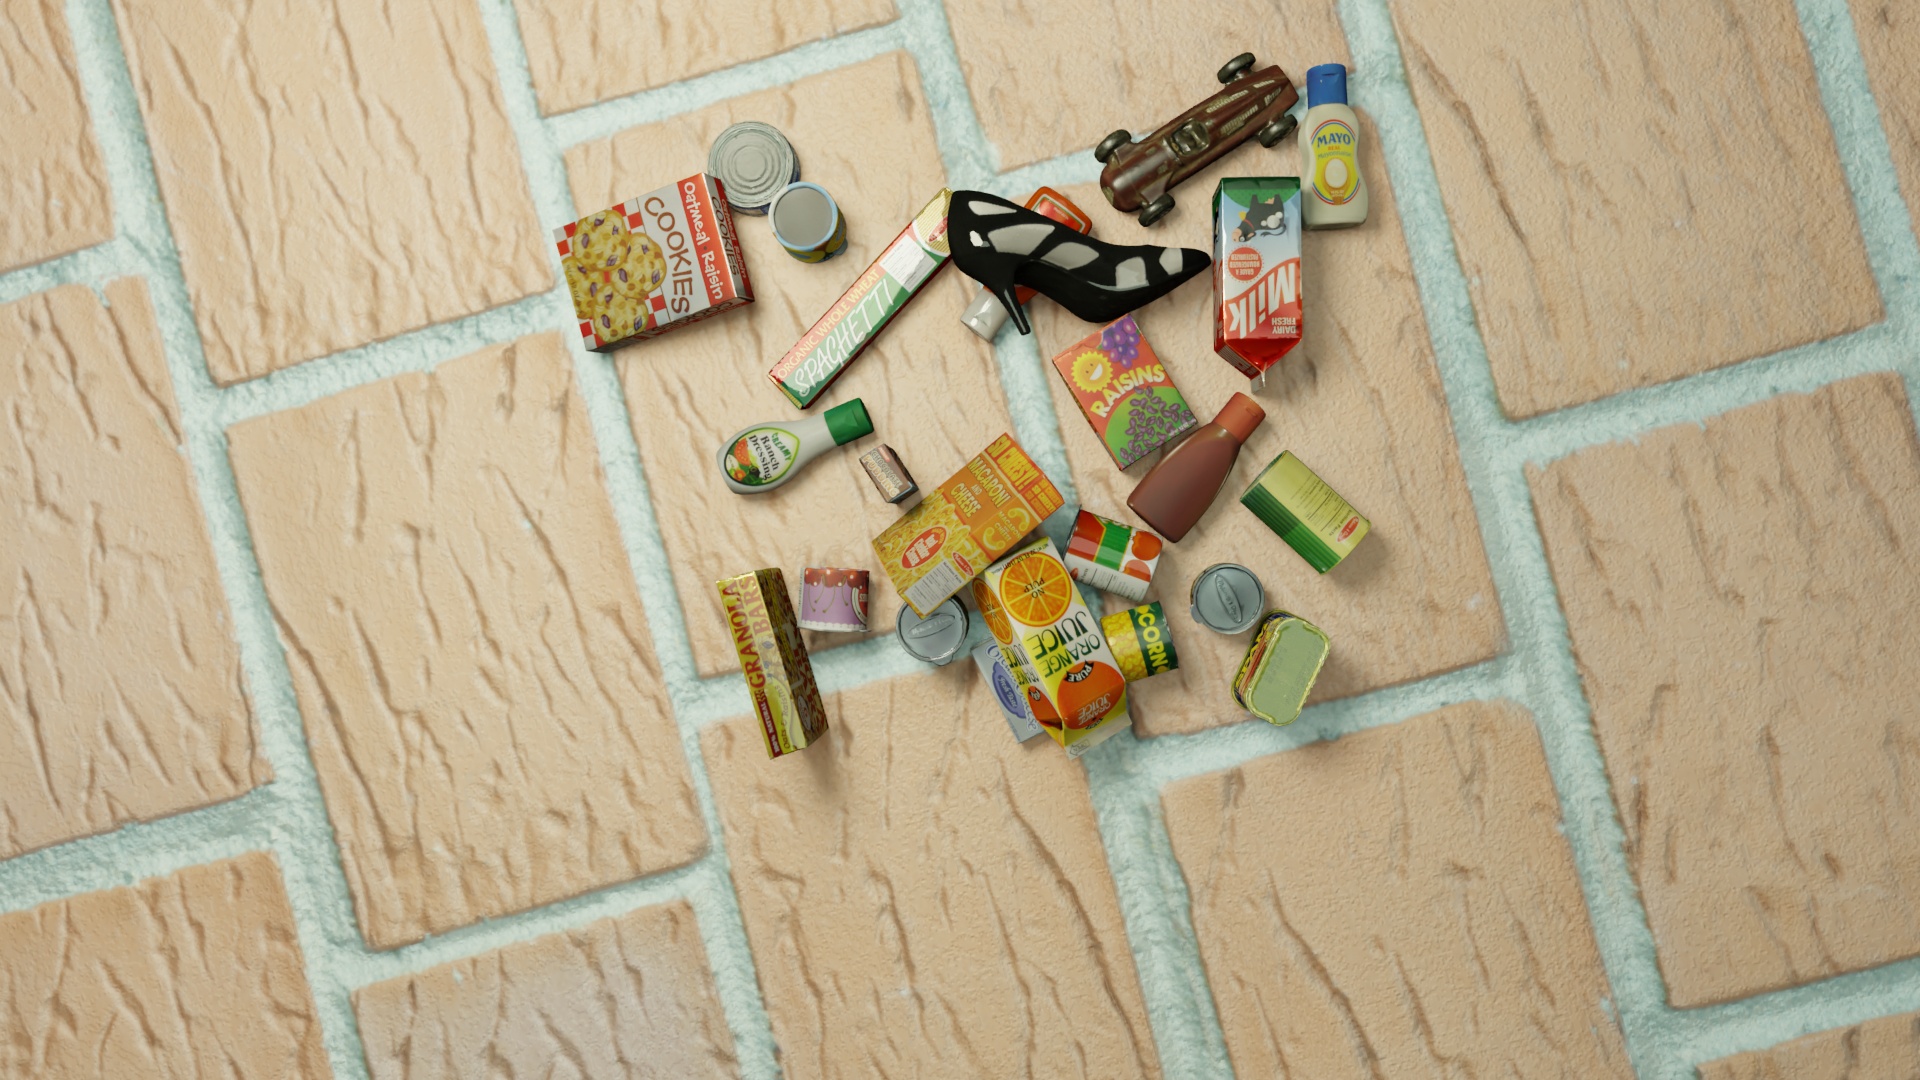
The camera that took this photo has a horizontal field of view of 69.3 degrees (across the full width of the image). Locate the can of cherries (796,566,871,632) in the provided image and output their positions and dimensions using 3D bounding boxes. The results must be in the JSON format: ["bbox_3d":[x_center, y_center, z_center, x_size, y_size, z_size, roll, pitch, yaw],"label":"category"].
[{"bbox_3d":[-0.117,0.055,1.306,0.071,0.071,0.058,3,89,3],"label":"can of cherries"}]

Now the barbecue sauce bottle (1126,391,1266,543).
[{"bbox_3d":[0.224,-0.072,1.298,0.065,0.044,0.148,40,91,-9],"label":"barbecue sauce bottle"}]

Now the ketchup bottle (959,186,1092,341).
[{"bbox_3d":[0.057,-0.257,1.308,0.065,0.043,0.148,36,93,-6],"label":"ketchup bottle"}]

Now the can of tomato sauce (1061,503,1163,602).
[{"bbox_3d":[0.140,0.012,1.292,0.083,0.071,0.071,19,91,2],"label":"can of tomato sauce"}]

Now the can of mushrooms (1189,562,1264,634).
[{"bbox_3d":[0.247,0.055,1.302,0.071,0.033,0.071,0,90,3],"label":"can of mushrooms"}]

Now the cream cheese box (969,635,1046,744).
[{"bbox_3d":[0.055,0.136,1.316,0.053,0.024,0.104,-27,88,1],"label":"cream cheese box"}]

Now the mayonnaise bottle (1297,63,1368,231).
[{"bbox_3d":[0.344,-0.365,1.293,0.065,0.041,0.148,-3,90,4],"label":"mayonnaise bottle"}]

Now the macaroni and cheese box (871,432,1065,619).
[{"bbox_3d":[0.005,-0.016,1.271,0.166,0.124,0.040,-39,117,2],"label":"macaroni and cheese box"}]

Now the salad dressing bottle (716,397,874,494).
[{"bbox_3d":[-0.156,-0.092,1.319,0.148,0.044,0.064,-23,90,3],"label":"salad dressing bottle"}]

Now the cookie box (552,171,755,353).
[{"bbox_3d":[-0.290,-0.260,1.313,0.167,0.040,0.123,-16,89,17],"label":"cookie box"}]

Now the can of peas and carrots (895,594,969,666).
[{"bbox_3d":[-0.024,0.081,1.304,0.071,0.059,0.071,0,91,3],"label":"can of peas and carrots"}]

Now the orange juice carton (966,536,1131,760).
[{"bbox_3d":[0.085,0.099,1.271,0.072,0.073,0.192,-27,88,-18],"label":"orange juice carton"}]

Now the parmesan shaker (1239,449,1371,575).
[{"bbox_3d":[0.319,-0.028,1.283,0.103,0.071,0.071,43,92,3],"label":"parmesan shaker"}]

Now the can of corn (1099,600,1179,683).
[{"bbox_3d":[0.166,0.095,1.287,0.058,0.071,0.071,-17,89,4],"label":"can of corn"}]

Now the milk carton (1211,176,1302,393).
[{"bbox_3d":[0.273,-0.233,1.281,0.073,0.072,0.190,0,90,3],"label":"milk carton"}]

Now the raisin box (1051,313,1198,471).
[{"bbox_3d":[0.153,-0.139,1.305,0.086,0.040,0.123,-32,88,4],"label":"raisin box"}]

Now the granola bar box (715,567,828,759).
[{"bbox_3d":[-0.170,0.108,1.279,0.039,0.124,0.165,-17,89,3],"label":"granola bar box"}]

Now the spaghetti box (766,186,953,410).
[{"bbox_3d":[-0.082,-0.229,1.323,0.050,0.028,0.250,44,92,2],"label":"spaghetti box"}]

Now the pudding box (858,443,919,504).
[{"bbox_3d":[-0.066,-0.061,1.294,0.030,0.084,0.049,-33,88,3],"label":"pudding box"}]

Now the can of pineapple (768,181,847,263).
[{"bbox_3d":[-0.142,-0.300,1.312,0.071,0.058,0.071,0,90,3],"label":"can of pineapple"}]
